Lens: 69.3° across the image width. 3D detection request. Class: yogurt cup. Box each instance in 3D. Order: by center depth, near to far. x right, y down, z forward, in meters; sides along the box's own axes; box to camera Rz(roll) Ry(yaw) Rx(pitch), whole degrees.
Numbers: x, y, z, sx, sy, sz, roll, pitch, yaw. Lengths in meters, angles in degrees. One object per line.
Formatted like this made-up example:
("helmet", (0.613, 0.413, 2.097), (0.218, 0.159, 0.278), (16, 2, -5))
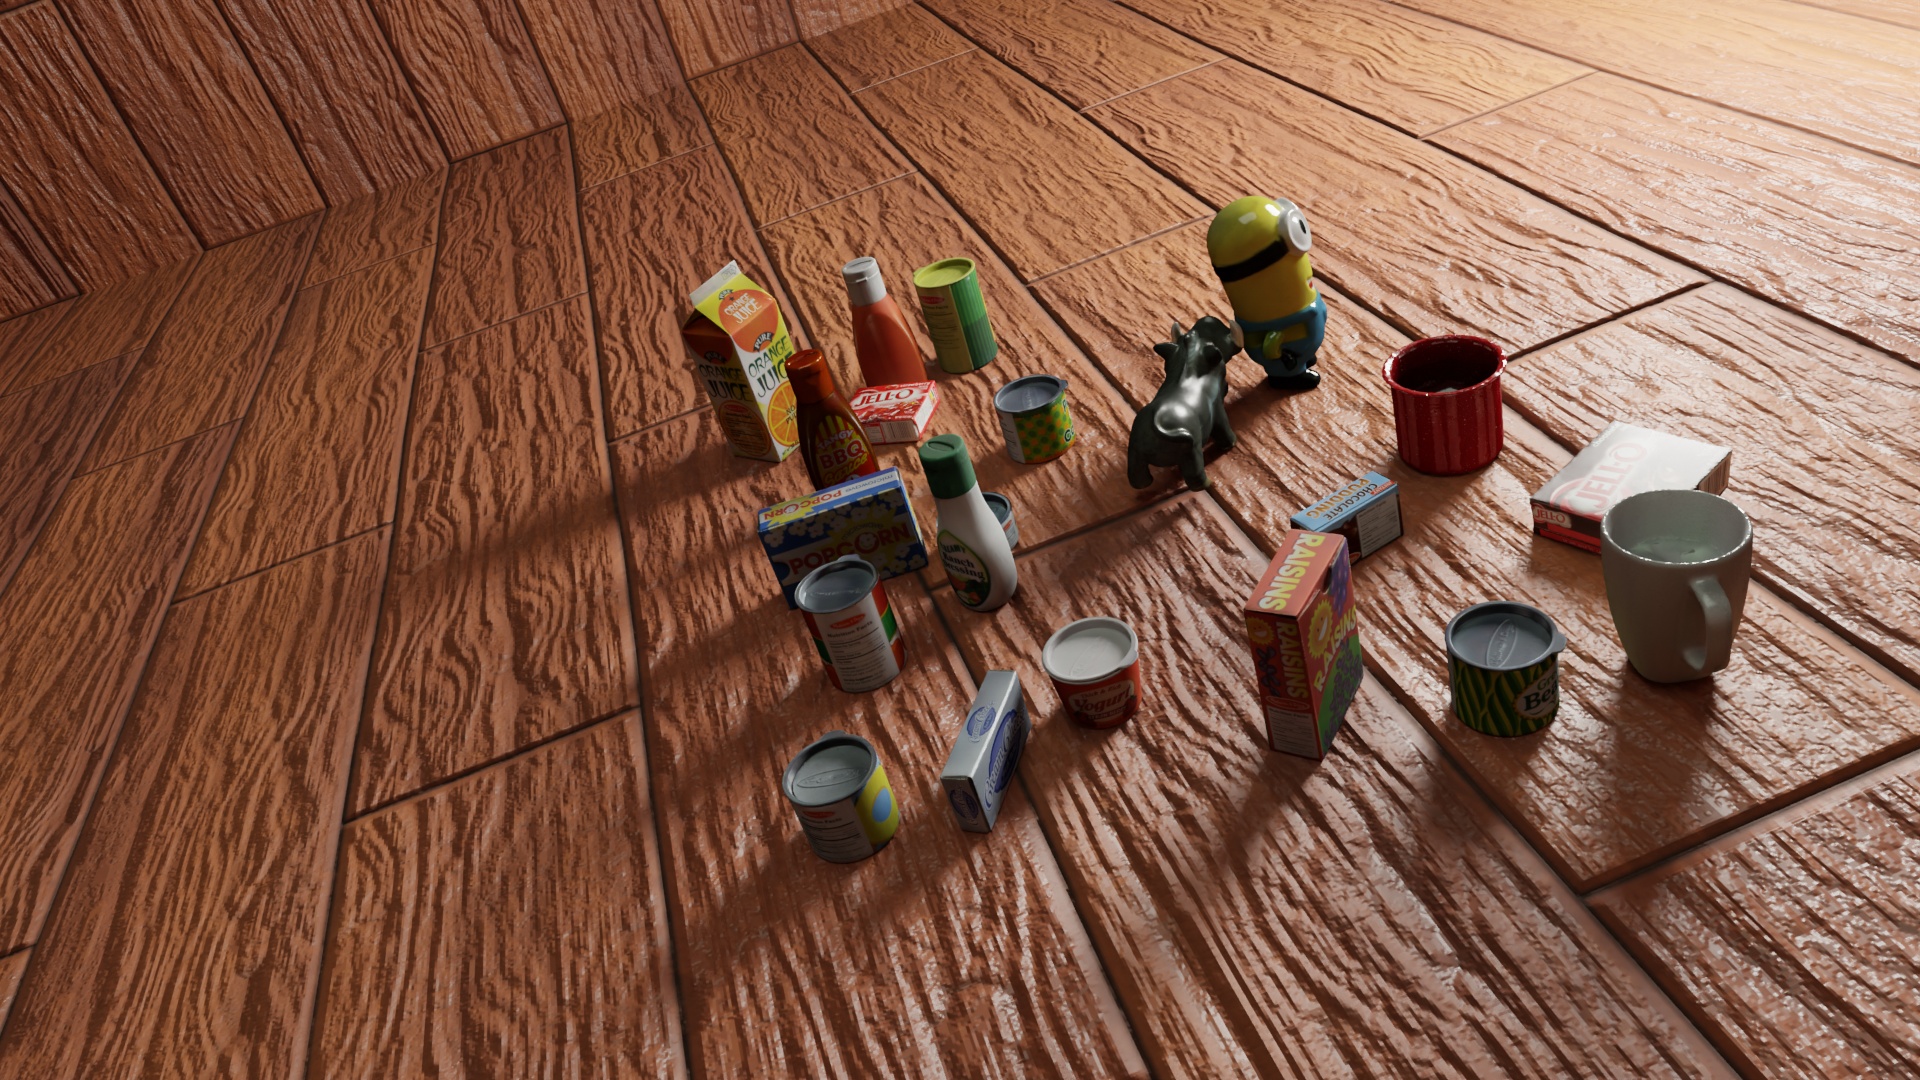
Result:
("yogurt cup", (0.095, 0.095, 0.974), (0.072, 0.053, 0.073), (-12, 34, 9))

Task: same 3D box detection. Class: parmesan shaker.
("parmesan shaker", (-0.006, -0.236, 1.459), (0.071, 0.102, 0.072), (-13, 33, 9))

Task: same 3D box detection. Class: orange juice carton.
("orange juice carton", (-0.215, -0.179, 1.392), (0.073, 0.191, 0.072), (10, 42, 36))

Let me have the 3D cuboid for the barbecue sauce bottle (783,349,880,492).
("barbecue sauce bottle", (-0.122, -0.104, 1.280), (0.065, 0.147, 0.044), (-26, 34, -11))

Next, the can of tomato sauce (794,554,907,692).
("can of tomato sauce", (-0.083, 0.065, 1.076), (0.071, 0.082, 0.071), (-13, 33, 9))

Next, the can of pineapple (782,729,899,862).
("can of pineapple", (-0.079, 0.173, 0.939), (0.071, 0.057, 0.071), (-12, 34, 9))

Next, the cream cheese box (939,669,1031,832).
("cream cheese box", (0.019, 0.142, 0.942), (0.024, 0.053, 0.104), (-1, 37, 24))

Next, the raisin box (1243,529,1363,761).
("raisin box", (0.223, 0.067, 0.892), (0.040, 0.122, 0.086), (8, 41, 35))

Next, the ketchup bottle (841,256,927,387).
("ketchup bottle", (-0.082, -0.216, 1.424), (0.065, 0.148, 0.044), (-16, 33, 3))

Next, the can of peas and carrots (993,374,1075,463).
("can of peas and carrots", (0.071, -0.113, 1.284), (0.071, 0.058, 0.071), (-12, 34, 9))

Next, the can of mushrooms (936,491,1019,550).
("can of mushrooms", (0.014, -0.011, 1.185), (0.071, 0.033, 0.071), (-12, 34, 8))

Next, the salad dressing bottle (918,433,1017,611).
("salad dressing bottle", (0.004, -0.014, 1.090), (0.064, 0.147, 0.044), (18, 47, 42))

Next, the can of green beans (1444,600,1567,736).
("can of green beans", (0.342, 0.081, 0.875), (0.071, 0.057, 0.071), (-12, 34, 9))

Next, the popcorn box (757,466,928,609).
("popcorn box", (-0.099, -0.002, 1.178), (0.127, 0.084, 0.038), (-18, 33, 0))

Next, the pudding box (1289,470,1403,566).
("pudding box", (0.290, -0.011, 1.040), (0.084, 0.049, 0.030), (-29, 34, -16))
